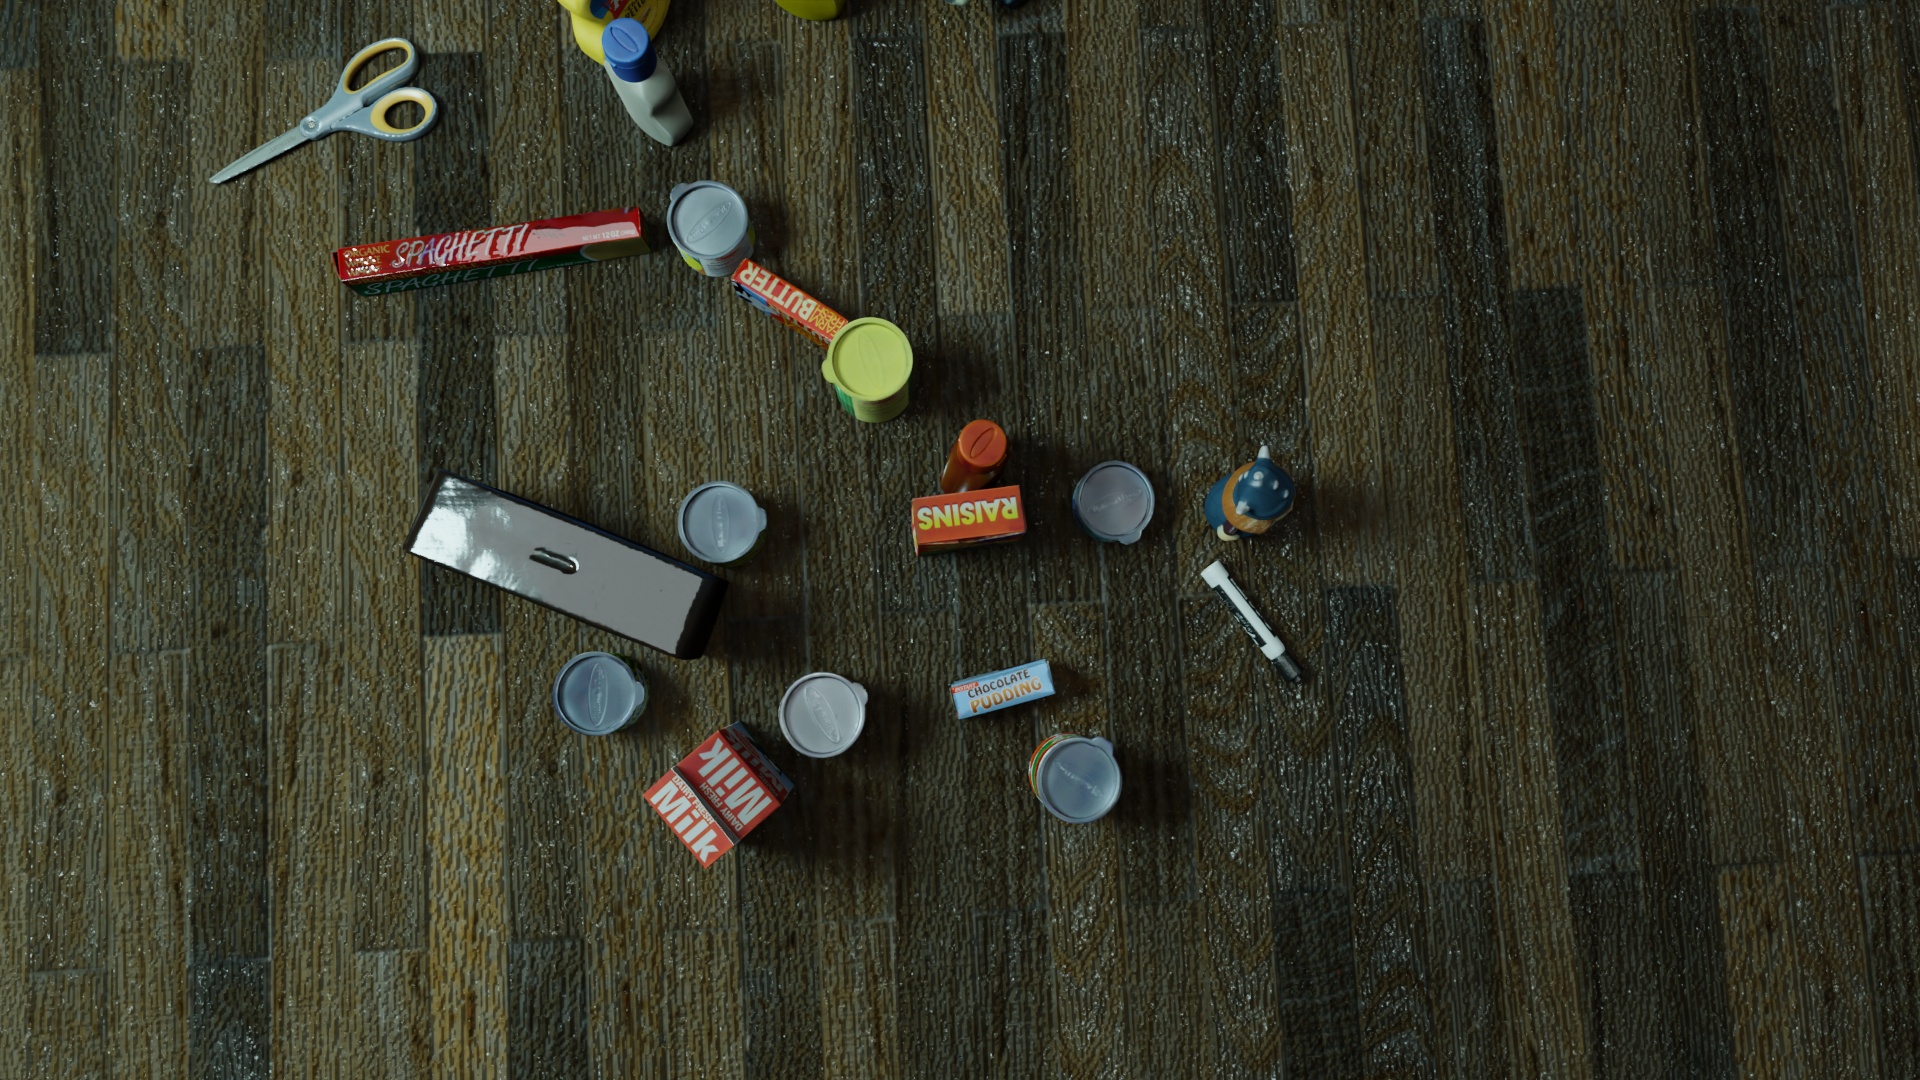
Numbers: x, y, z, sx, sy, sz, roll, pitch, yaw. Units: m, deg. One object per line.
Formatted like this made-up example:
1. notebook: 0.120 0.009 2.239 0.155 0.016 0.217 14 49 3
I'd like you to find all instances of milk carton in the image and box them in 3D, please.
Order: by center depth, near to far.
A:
1. milk carton: -0.180 0.190 1.047 0.073 0.190 0.072 -41 88 -5

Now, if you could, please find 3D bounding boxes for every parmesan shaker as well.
1. parmesan shaker: -0.075 -0.136 1.128 0.071 0.103 0.071 0 85 -2

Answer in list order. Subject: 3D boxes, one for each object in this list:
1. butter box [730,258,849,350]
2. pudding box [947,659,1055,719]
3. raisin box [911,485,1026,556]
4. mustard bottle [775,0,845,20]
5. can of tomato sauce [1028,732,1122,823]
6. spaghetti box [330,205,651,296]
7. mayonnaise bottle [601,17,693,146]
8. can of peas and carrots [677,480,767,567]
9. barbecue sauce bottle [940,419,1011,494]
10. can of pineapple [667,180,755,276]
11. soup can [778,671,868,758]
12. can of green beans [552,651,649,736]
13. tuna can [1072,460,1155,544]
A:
1. butter box: -0.139 -0.193 1.156 0.103 0.053 0.024 32 84 1
2. pudding box: 0.033 0.121 1.133 0.084 0.049 0.030 -15 86 -4
3. raisin box: 0.004 -0.014 1.109 0.086 0.123 0.040 -7 85 -3
4. mustard bottle: -0.126 -0.480 1.132 0.065 0.160 0.049 10 85 -1
5. can of tomato sauce: 0.091 0.187 1.112 0.071 0.083 0.071 0 85 -2
6. spaghetti box: -0.385 -0.240 1.152 0.250 0.050 0.028 -9 85 -3
7. mayonnaise bottle: -0.256 -0.372 1.121 0.065 0.148 0.041 42 85 2
8. can of peas and carrots: -0.190 -0.013 1.133 0.071 0.058 0.071 0 85 -2
9. barbecue sauce bottle: 0.014 -0.065 1.102 0.043 0.148 0.065 39 85 2
10. can of pineapple: -0.207 -0.260 1.158 0.071 0.058 0.071 0 85 -2
11. soup can: -0.105 0.137 1.109 0.071 0.083 0.071 0 85 -2
12. can of green beans: -0.287 0.123 1.115 0.071 0.058 0.071 0 85 -2
13. tuna can: 0.128 -0.029 1.161 0.071 0.033 0.071 0 84 -2
